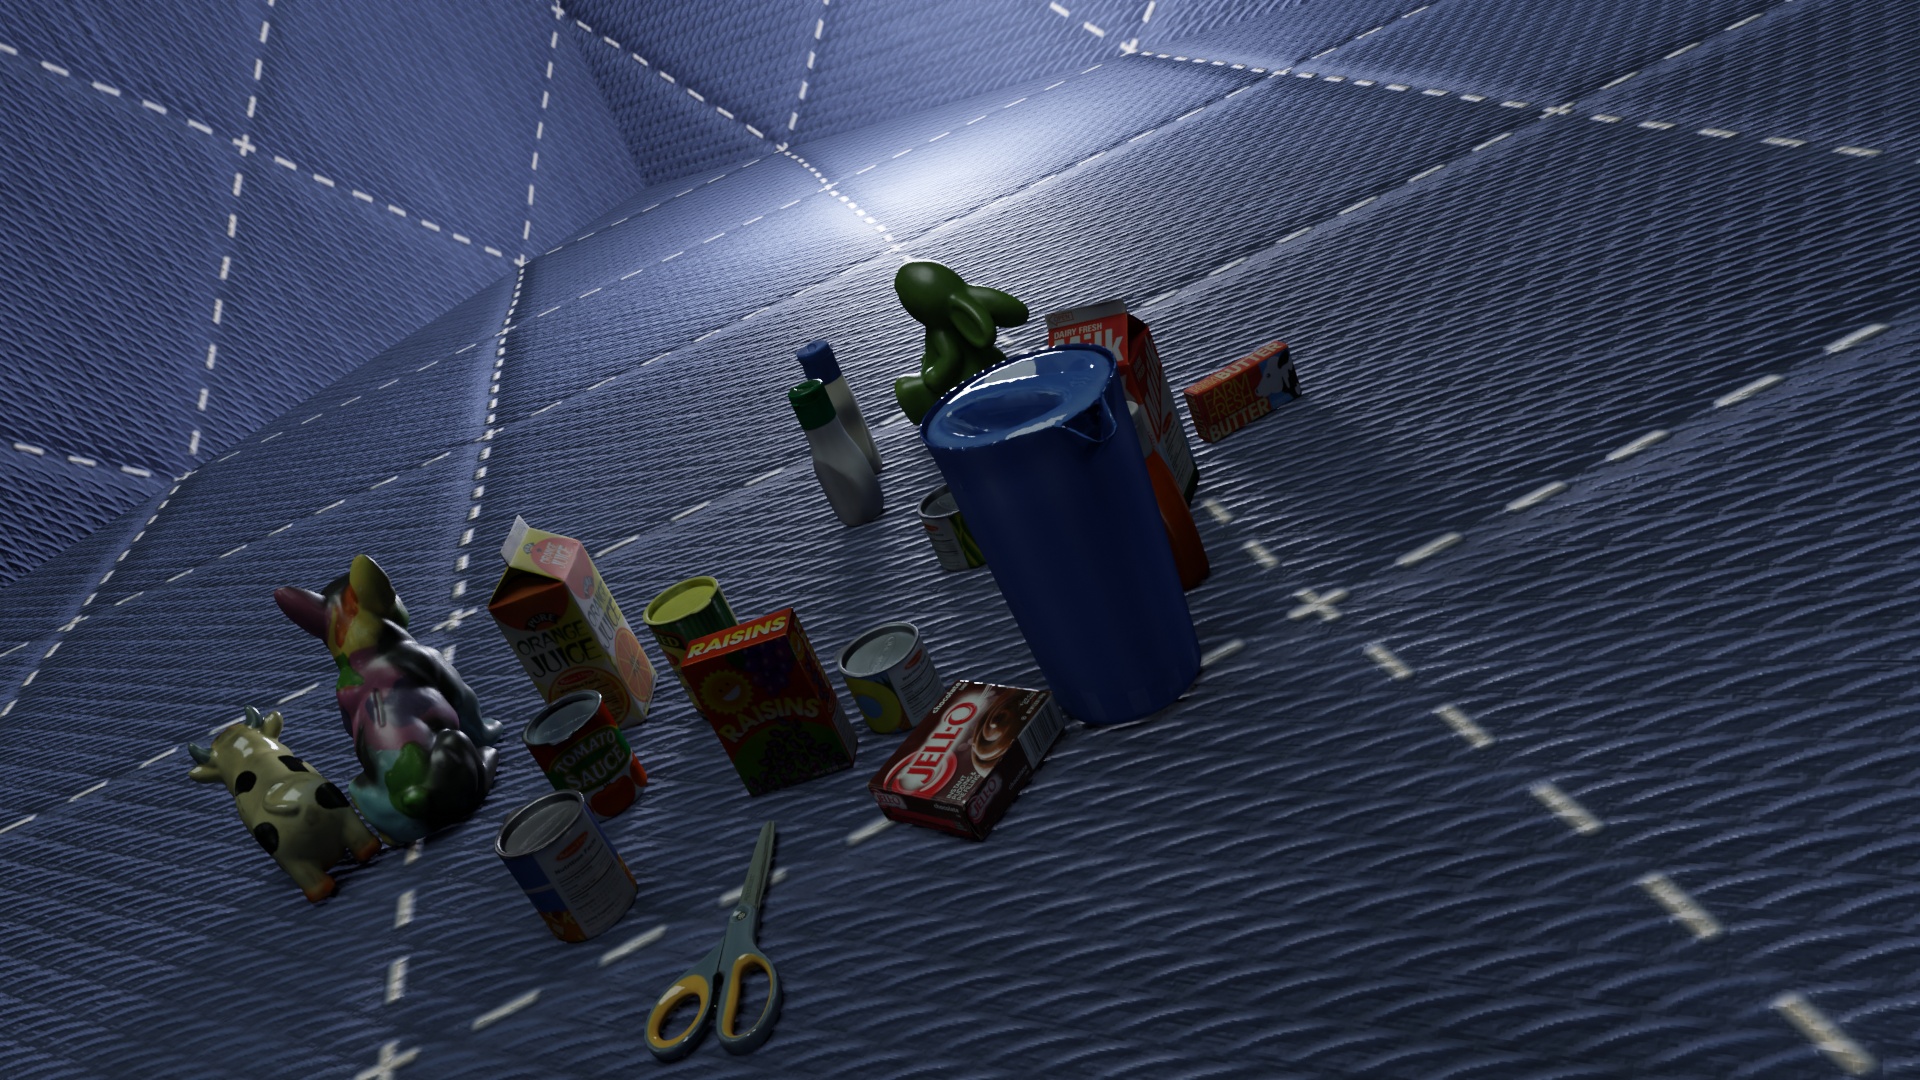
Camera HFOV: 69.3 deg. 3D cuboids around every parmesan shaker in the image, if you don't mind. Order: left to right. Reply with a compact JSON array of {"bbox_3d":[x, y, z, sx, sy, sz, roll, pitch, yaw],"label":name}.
[{"bbox_3d":[-0.207,0.090,1.146,0.071,0.102,0.071,-19,26,10],"label":"parmesan shaker"}]

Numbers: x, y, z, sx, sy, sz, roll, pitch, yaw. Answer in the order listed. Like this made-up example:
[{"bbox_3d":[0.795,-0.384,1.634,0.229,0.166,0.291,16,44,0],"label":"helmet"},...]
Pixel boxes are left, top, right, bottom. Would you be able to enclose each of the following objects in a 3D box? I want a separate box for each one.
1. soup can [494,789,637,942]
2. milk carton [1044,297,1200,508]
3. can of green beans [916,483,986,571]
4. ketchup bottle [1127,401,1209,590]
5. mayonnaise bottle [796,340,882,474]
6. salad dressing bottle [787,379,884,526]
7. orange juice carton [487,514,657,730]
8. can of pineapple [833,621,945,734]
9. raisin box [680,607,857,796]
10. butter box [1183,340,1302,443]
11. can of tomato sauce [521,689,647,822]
[{"bbox_3d":[-0.274,0.225,0.965,0.071,0.083,0.072,-19,26,10],"label":"soup can"},{"bbox_3d":[0.132,-0.109,1.149,0.072,0.189,0.074,-9,29,27],"label":"milk carton"},{"bbox_3d":[0.002,-0.014,1.226,0.071,0.057,0.071,-19,26,10],"label":"can of green beans"},{"bbox_3d":[0.138,-0.032,1.046,0.064,0.148,0.044,8,40,47],"label":"ketchup bottle"},{"bbox_3d":[-0.128,-0.138,1.464,0.041,0.147,0.065,-25,26,-3],"label":"mayonnaise bottle"},{"bbox_3d":[-0.123,-0.086,1.362,0.064,0.147,0.044,6,38,46],"label":"salad dressing bottle"},{"bbox_3d":[-0.337,0.073,1.182,0.073,0.192,0.072,-20,26,7],"label":"orange juice carton"},{"bbox_3d":[-0.053,0.103,1.047,0.071,0.057,0.071,-19,26,10],"label":"can of pineapple"},{"bbox_3d":[-0.137,0.118,1.013,0.086,0.123,0.040,-18,26,11],"label":"raisin box"},{"bbox_3d":[0.256,-0.134,1.255,0.104,0.053,0.024,-28,26,-11],"label":"butter box"},{"bbox_3d":[-0.292,0.170,1.085,0.071,0.082,0.071,-19,26,10],"label":"can of tomato sauce"}]
